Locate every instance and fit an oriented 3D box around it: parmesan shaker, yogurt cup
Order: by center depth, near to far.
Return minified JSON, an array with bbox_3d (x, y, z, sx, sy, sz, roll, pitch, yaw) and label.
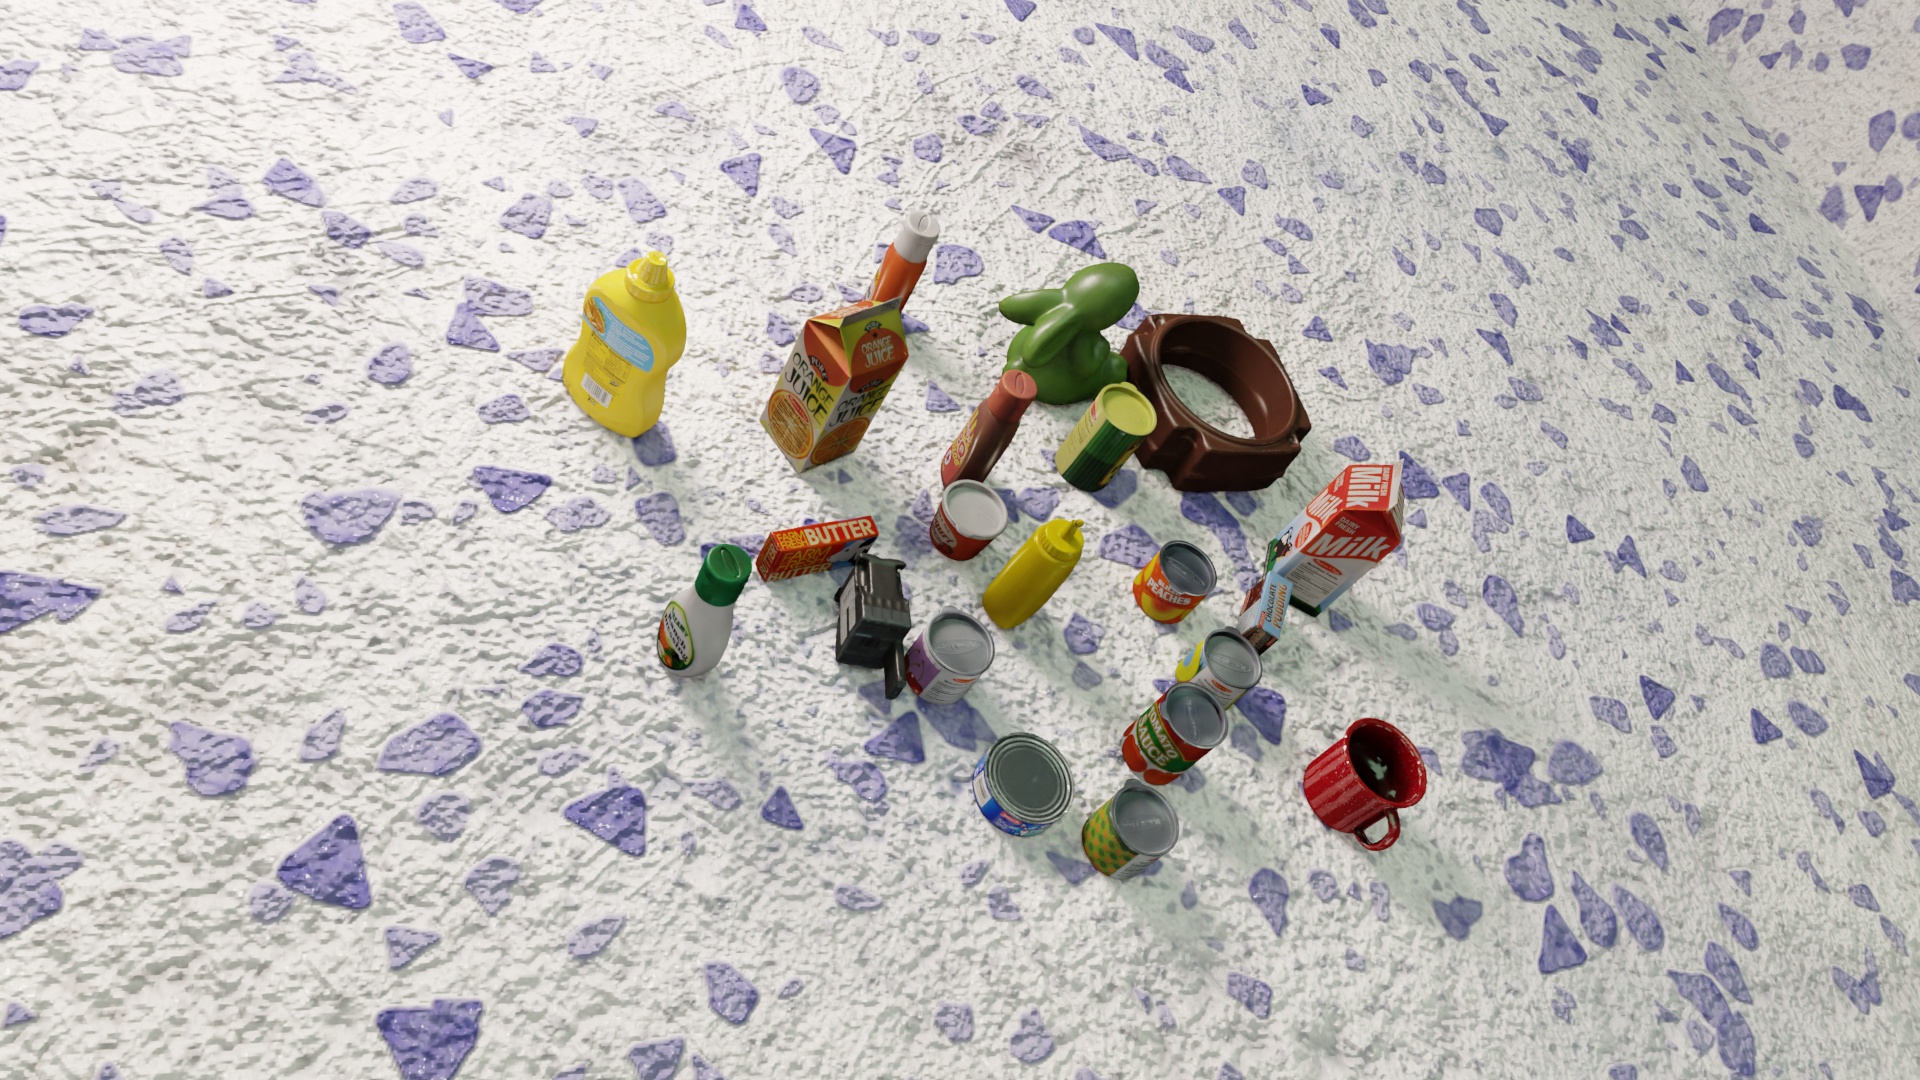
[{"bbox_3d":[0.005,-0.017,1.334,0.072,0.053,0.073,14,51,-18],"label":"yogurt cup"},{"bbox_3d":[0.150,-0.107,1.446,0.071,0.102,0.071,14,51,-18],"label":"parmesan shaker"}]

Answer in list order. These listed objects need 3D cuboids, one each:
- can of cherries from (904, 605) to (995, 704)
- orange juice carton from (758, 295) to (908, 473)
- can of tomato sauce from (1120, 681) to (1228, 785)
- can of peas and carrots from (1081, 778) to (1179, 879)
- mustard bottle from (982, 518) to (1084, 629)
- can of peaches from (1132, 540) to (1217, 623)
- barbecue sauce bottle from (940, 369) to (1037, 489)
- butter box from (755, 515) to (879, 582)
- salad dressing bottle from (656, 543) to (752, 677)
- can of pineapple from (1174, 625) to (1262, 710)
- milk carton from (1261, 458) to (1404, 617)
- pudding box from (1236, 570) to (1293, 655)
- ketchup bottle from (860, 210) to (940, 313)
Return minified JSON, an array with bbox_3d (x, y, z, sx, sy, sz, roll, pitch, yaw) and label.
[{"bbox_3d":[-0.011,0.102,1.234,0.071,0.058,0.072,14,51,-18],"label":"can of cherries"},{"bbox_3d":[-0.113,-0.152,1.279,0.072,0.191,0.073,-25,71,-39],"label":"orange juice carton"},{"bbox_3d":[0.193,0.178,1.269,0.071,0.082,0.071,14,51,-18],"label":"can of tomato sauce"},{"bbox_3d":[0.146,0.251,1.206,0.071,0.058,0.071,14,51,-18],"label":"can of peas and carrots"},{"bbox_3d":[0.075,0.022,1.271,0.065,0.159,0.049,-31,75,-40],"label":"mustard bottle"},{"bbox_3d":[0.214,0.044,1.397,0.071,0.057,0.071,14,51,-18],"label":"can of peaches"},{"bbox_3d":[0.028,-0.106,1.349,0.044,0.147,0.065,17,50,-17],"label":"barbecue sauce bottle"},{"bbox_3d":[-0.128,0.007,1.246,0.104,0.052,0.024,-10,62,-33],"label":"butter box"},{"bbox_3d":[-0.203,0.056,1.106,0.044,0.147,0.064,-13,64,-35],"label":"salad dressing bottle"},{"bbox_3d":[0.252,0.128,1.355,0.071,0.057,0.071,14,51,-18],"label":"can of pineapple"},{"bbox_3d":[0.398,-0.008,1.445,0.073,0.189,0.073,29,48,-6],"label":"milk carton"},{"bbox_3d":[0.311,0.077,1.430,0.030,0.049,0.084,31,48,-4],"label":"pudding box"},{"bbox_3d":[-0.064,-0.272,1.425,0.043,0.148,0.065,23,49,-11],"label":"ketchup bottle"}]
